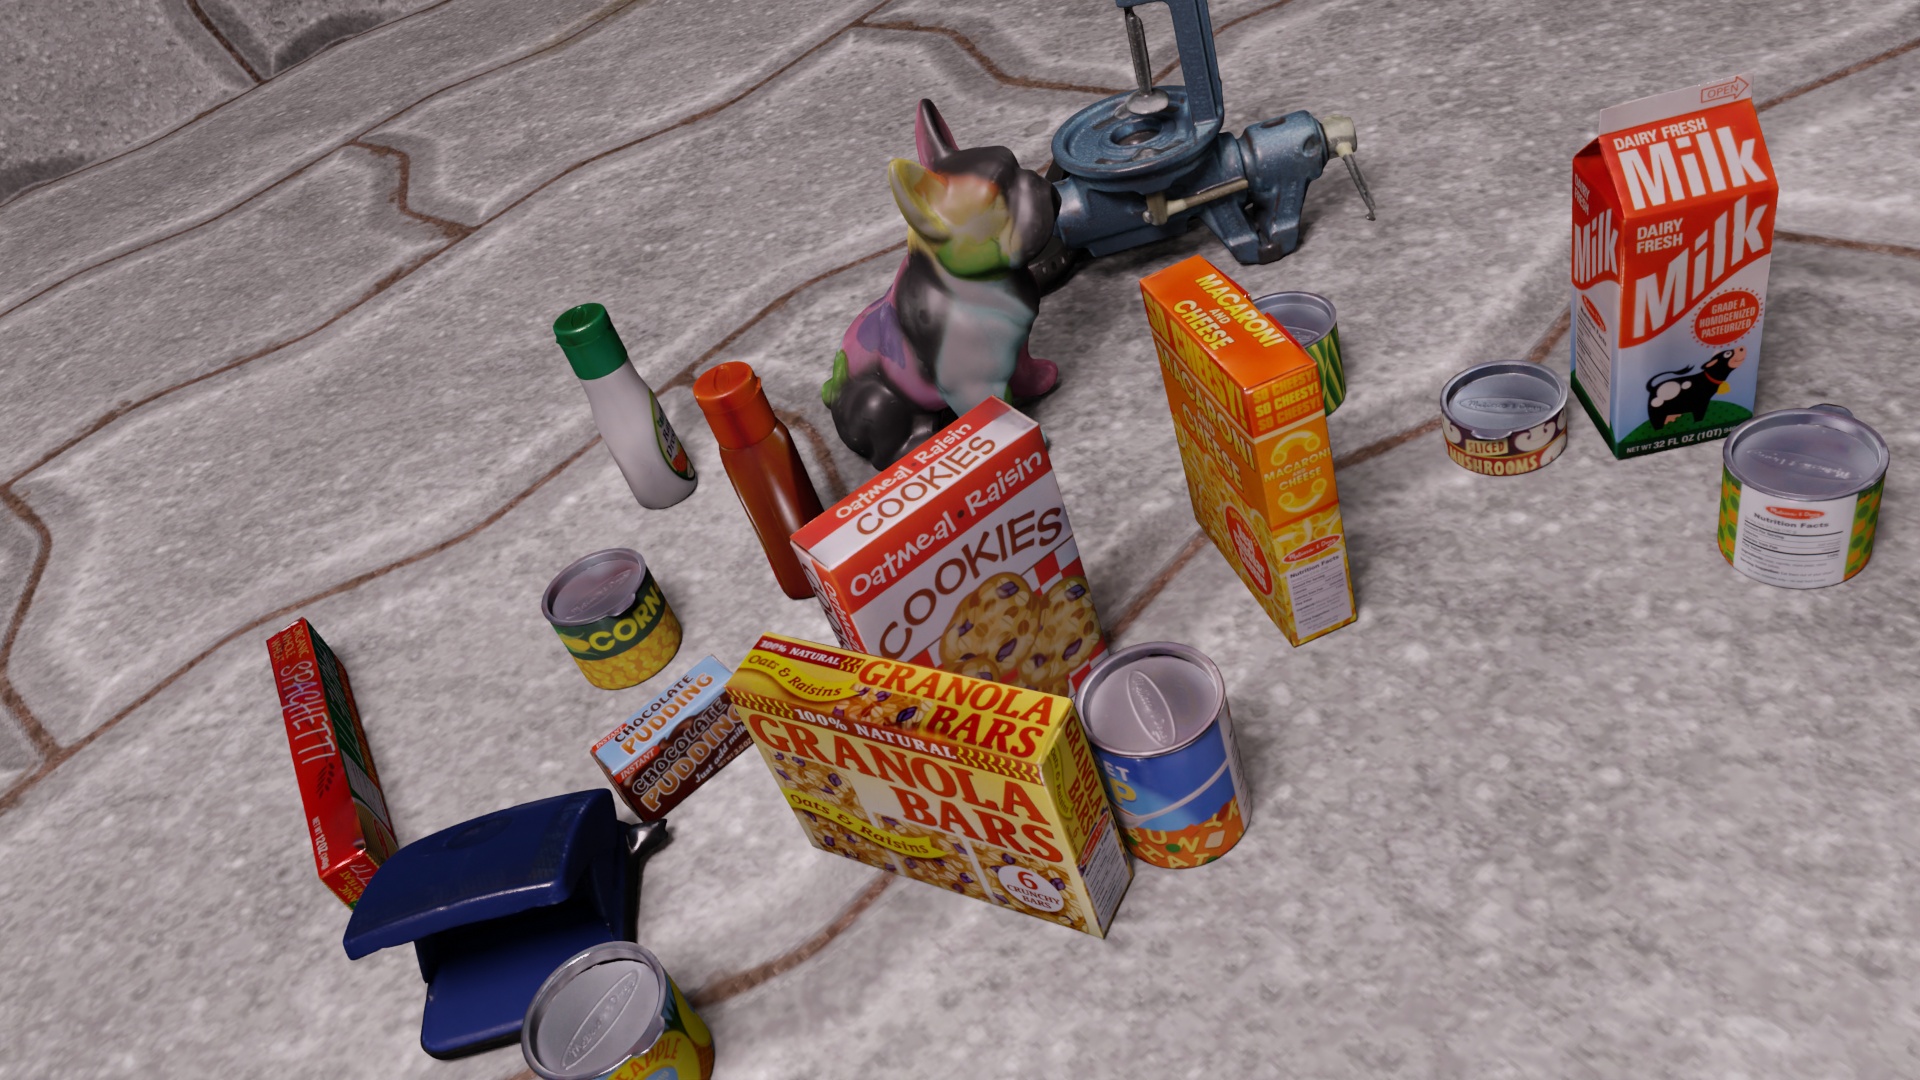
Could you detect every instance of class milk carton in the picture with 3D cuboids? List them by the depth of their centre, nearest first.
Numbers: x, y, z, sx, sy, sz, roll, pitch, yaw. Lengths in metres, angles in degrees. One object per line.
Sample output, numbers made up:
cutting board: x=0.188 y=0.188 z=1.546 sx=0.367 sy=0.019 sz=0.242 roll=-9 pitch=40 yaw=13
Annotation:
milk carton: x=0.361 y=-0.142 z=0.710 sx=0.072 sy=0.189 sz=0.074 roll=-13 pitch=39 yaw=10

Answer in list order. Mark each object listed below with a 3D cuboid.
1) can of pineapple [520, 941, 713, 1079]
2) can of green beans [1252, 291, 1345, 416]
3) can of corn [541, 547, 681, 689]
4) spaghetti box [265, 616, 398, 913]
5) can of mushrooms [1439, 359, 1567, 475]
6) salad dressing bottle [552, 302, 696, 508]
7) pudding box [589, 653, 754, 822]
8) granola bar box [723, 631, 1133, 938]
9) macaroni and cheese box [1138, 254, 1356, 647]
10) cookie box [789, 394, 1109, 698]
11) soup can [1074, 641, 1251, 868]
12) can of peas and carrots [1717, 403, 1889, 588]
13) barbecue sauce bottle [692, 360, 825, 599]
can of pineapple: x=-0.148 y=0.221 z=0.607 sx=0.071 sy=0.057 sz=0.071 roll=-12 pitch=39 yaw=10
can of green beans: x=0.199 y=-0.110 z=0.850 sx=0.071 sy=0.057 sz=0.071 roll=-12 pitch=39 yaw=10
can of corn: x=-0.208 y=0.048 z=0.838 sx=0.071 sy=0.058 sz=0.071 roll=-12 pitch=39 yaw=10
spaghetti box: x=-0.370 y=0.128 z=0.820 sx=0.029 sy=0.050 sz=0.251 roll=-31 pitch=40 yaw=-14
can of mushrooms: x=0.302 y=-0.067 z=0.773 sx=0.071 sy=0.033 sz=0.071 roll=-12 pitch=39 yaw=10
salad dressing bottle: x=-0.226 y=-0.089 z=0.938 sx=0.044 sy=0.147 sz=0.064 roll=-18 pitch=38 yaw=3
pudding box: x=-0.151 y=0.107 z=0.750 sx=0.084 sy=0.049 sz=0.030 roll=-39 pitch=42 yaw=-22
granola bar box: x=-0.013 y=0.108 z=0.629 sx=0.165 sy=0.123 sz=0.039 roll=9 pitch=47 yaw=32
macaroni and cheese box: x=0.147 y=-0.046 z=0.709 sx=0.040 sy=0.165 sz=0.124 roll=-23 pitch=38 yaw=-3
cookie box: x=0.001 y=0.031 z=0.679 sx=0.123 sy=0.166 sz=0.040 roll=-36 pitch=41 yaw=-19
soup can: x=0.090 y=0.098 z=0.628 sx=0.071 sy=0.083 sz=0.072 roll=-12 pitch=39 yaw=10
can of peas and carrots: x=0.397 y=-0.021 z=0.657 sx=0.071 sy=0.058 sz=0.071 roll=-12 pitch=39 yaw=10
barbecue sauce bottle: x=-0.113 y=-0.037 z=0.825 sx=0.044 sy=0.147 sz=0.065 roll=-17 pitch=38 yaw=4
